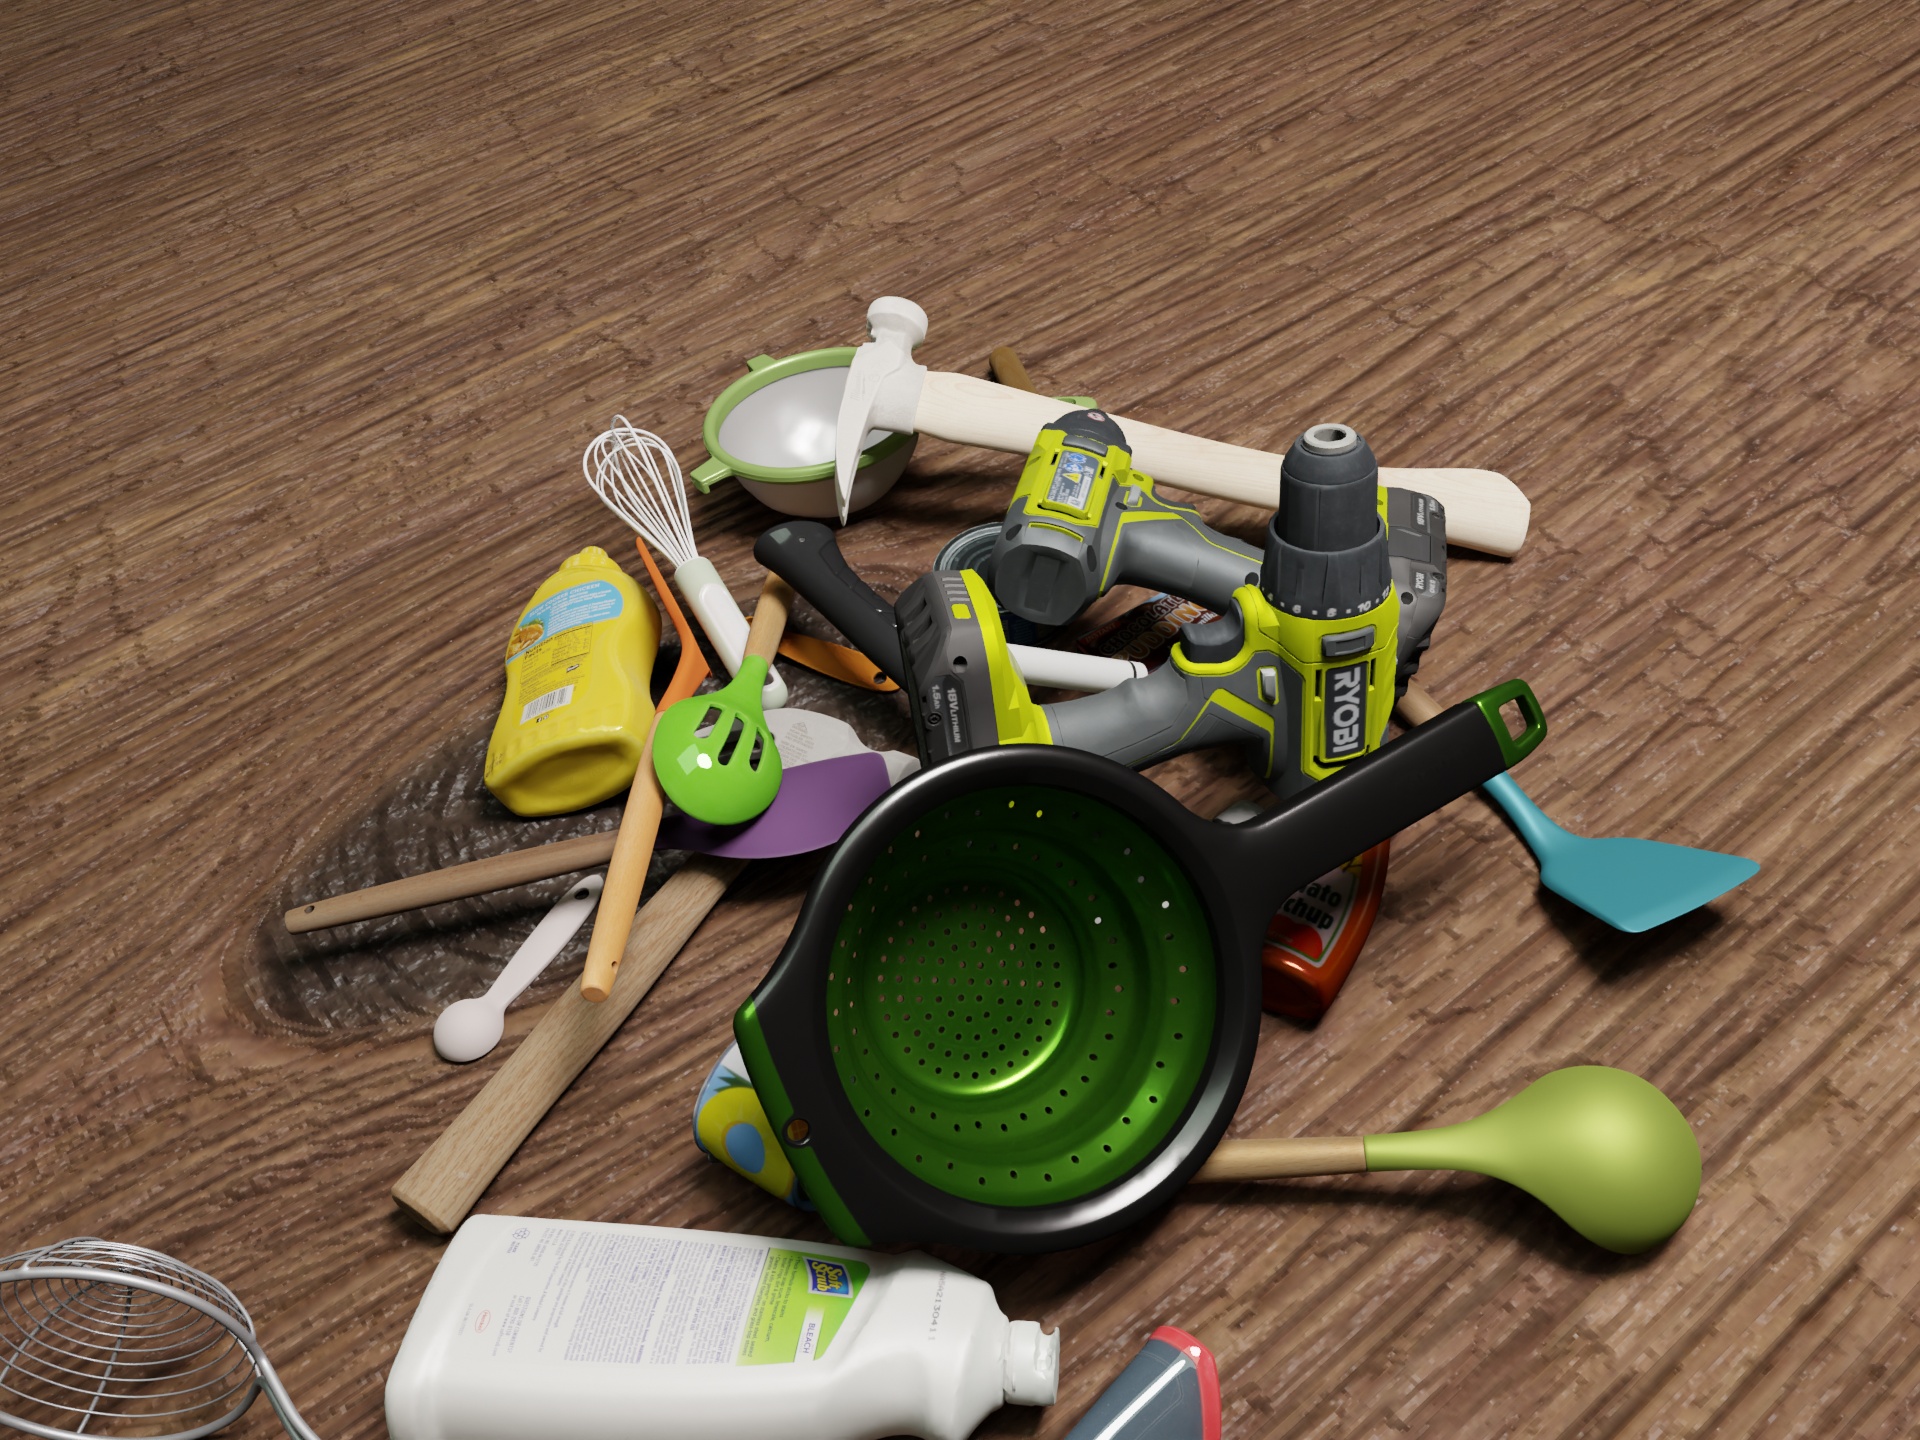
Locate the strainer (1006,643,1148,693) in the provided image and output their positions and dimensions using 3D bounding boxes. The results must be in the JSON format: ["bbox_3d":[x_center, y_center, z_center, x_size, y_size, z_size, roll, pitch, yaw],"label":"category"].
[{"bbox_3d":[0.095,-0.020,0.832,0.258,0.050,0.087,7,33,-27],"label":"strainer"}]

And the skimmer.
[{"bbox_3d":[-0.239,0.314,0.582,0.363,0.127,0.090,31,40,22],"label":"skimmer"}]

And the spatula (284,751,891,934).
[{"bbox_3d":[-0.190,0.069,0.814,0.316,0.018,0.060,-13,46,-1],"label":"spatula"}]

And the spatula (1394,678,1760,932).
[{"bbox_3d":[0.263,0.004,0.835,0.082,0.044,0.318,-21,46,-18],"label":"spatula"}]

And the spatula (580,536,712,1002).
[{"bbox_3d":[-0.163,0.018,0.819,0.041,0.080,0.323,-12,38,12],"label":"spatula"}]

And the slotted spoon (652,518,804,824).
[{"bbox_3d":[-0.114,-0.045,0.902,0.070,0.031,0.314,31,28,-15],"label":"slotted spoon"}]

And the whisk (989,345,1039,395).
[{"bbox_3d":[0.059,-0.180,1.051,0.047,0.051,0.245,2,39,-19],"label":"whisk"}]

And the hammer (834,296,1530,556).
[{"bbox_3d":[0.130,-0.146,0.945,0.410,0.038,0.146,12,67,1],"label":"hammer"}]

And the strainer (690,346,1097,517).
[{"bbox_3d":[-0.037,-0.178,1.033,0.256,0.069,0.152,1,43,12],"label":"strainer"}]

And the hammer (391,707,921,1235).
[{"bbox_3d":[-0.160,0.112,0.803,0.130,0.031,0.331,21,53,25],"label":"hammer"}]

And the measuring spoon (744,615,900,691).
[{"bbox_3d":[-0.085,-0.037,0.952,0.117,0.011,0.021,20,69,21],"label":"measuring spoon"}]

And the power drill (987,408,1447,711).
[{"bbox_3d":[0.138,-0.097,0.852,0.223,0.080,0.171,17,41,3],"label":"power drill"}]

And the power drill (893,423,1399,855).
[{"bbox_3d":[0.091,-0.030,0.731,0.228,0.190,0.080,-12,36,-5],"label":"power drill"}]

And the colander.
[{"bbox_3d":[0.087,0.080,0.707,0.397,0.094,0.204,-26,92,-18],"label":"colander"}]

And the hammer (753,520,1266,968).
[{"bbox_3d":[-0.001,-0.003,0.847,0.146,0.035,0.335,-32,59,-27],"label":"hammer"}]

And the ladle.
[{"bbox_3d":[0.147,0.192,0.683,0.320,0.062,0.078,-6,52,12],"label":"ladle"}]

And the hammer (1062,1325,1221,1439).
[{"bbox_3d":[-0.048,0.344,0.531,0.143,0.038,0.386,46,59,7],"label":"hammer"}]

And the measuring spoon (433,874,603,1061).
[{"bbox_3d":[-0.224,0.121,0.814,0.034,0.018,0.124,18,51,24],"label":"measuring spoon"}]

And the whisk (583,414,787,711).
[{"bbox_3d":[-0.167,-0.097,0.974,0.058,0.059,0.247,-19,59,-26],"label":"whisk"}]
